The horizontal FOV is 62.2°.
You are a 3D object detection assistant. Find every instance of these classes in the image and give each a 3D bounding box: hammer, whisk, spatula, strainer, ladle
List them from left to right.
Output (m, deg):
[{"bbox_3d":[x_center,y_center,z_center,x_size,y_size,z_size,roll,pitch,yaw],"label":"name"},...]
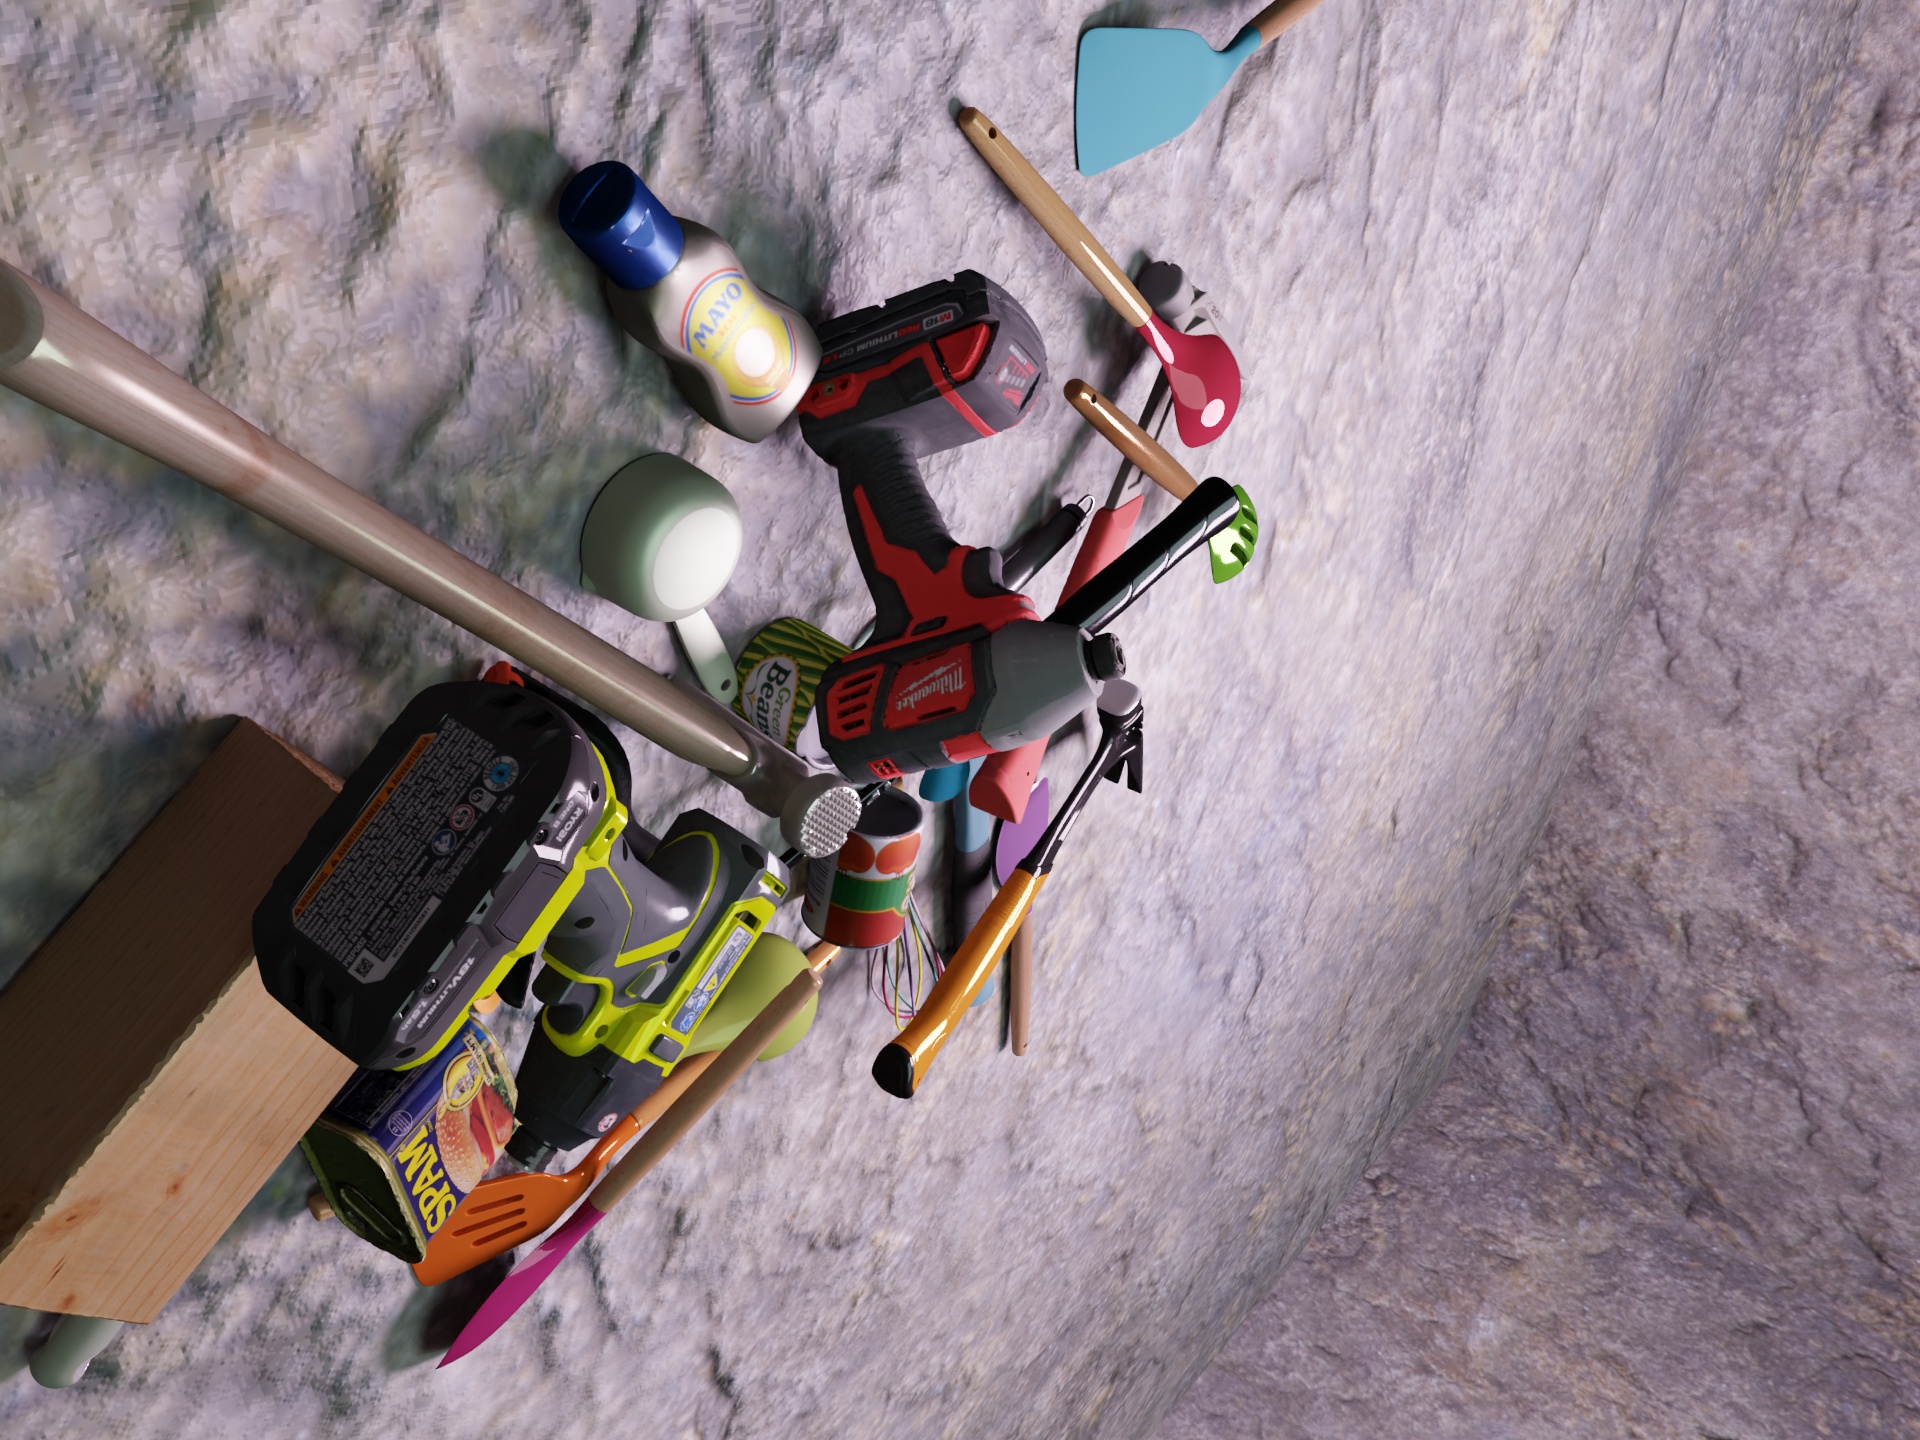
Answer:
[{"bbox_3d":[-0.323,0.186,0.690,0.246,0.059,0.058,-54,-172,-2],"label":"whisk"},{"bbox_3d":[-0.200,-0.053,0.622,0.038,0.146,0.410,-57,141,-3],"label":"hammer"},{"bbox_3d":[-0.208,0.199,0.888,0.320,0.062,0.078,-19,101,-40],"label":"ladle"},{"bbox_3d":[-0.187,0.221,0.957,0.322,0.041,0.081,-38,146,-41],"label":"spatula"},{"bbox_3d":[-0.040,0.129,1.081,0.047,0.051,0.244,-34,139,-29],"label":"whisk"},{"bbox_3d":[-0.001,-0.003,0.888,0.409,0.036,0.149,-40,171,-9],"label":"hammer"},{"bbox_3d":[0.007,0.095,1.132,0.128,0.033,0.330,-37,144,-33],"label":"hammer"},{"bbox_3d":[0.010,-0.067,0.985,0.258,0.050,0.086,-46,134,-30],"label":"strainer"},{"bbox_3d":[0.041,0.126,1.133,0.337,0.034,0.127,-54,155,-27],"label":"hammer"},{"bbox_3d":[0.048,0.170,1.280,0.060,0.018,0.315,-35,142,-32],"label":"spatula"},{"bbox_3d":[0.093,-0.103,1.029,0.149,0.037,0.359,30,81,-61],"label":"hammer"},{"bbox_3d":[0.090,-0.245,0.905,0.315,0.031,0.069,32,78,-49],"label":"ladle"},{"bbox_3d":[0.174,-0.416,0.937,0.317,0.044,0.082,-45,148,-33],"label":"spatula"}]

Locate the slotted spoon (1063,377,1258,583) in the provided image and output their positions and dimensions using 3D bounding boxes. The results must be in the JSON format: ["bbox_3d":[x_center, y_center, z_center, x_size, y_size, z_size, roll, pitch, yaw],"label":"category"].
[{"bbox_3d":[0.135,-0.151,1.008,0.313,0.031,0.070,22,82,-60],"label":"slotted spoon"}]

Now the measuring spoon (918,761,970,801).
[{"bbox_3d":[0.002,0.004,0.964,0.042,0.021,0.128,-43,157,-43],"label":"measuring spoon"}]

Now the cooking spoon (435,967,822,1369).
[{"bbox_3d":[-0.189,0.258,0.906,0.319,0.017,0.068,-47,172,6],"label":"cooking spoon"}]

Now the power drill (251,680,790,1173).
[{"bbox_3d":[-0.164,0.092,0.633,0.171,0.080,0.223,-56,155,-12],"label":"power drill"}]

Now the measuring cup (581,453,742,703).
[{"bbox_3d":[-0.127,-0.055,0.777,0.083,0.038,0.167,-47,147,-22],"label":"measuring cup"}]

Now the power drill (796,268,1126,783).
[{"bbox_3d":[-0.003,-0.088,0.744,0.078,0.143,0.220,29,50,-61],"label":"power drill"}]

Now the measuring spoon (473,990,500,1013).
[{"bbox_3d":[-0.241,0.106,0.782,0.021,0.011,0.116,-37,148,-35],"label":"measuring spoon"}]
